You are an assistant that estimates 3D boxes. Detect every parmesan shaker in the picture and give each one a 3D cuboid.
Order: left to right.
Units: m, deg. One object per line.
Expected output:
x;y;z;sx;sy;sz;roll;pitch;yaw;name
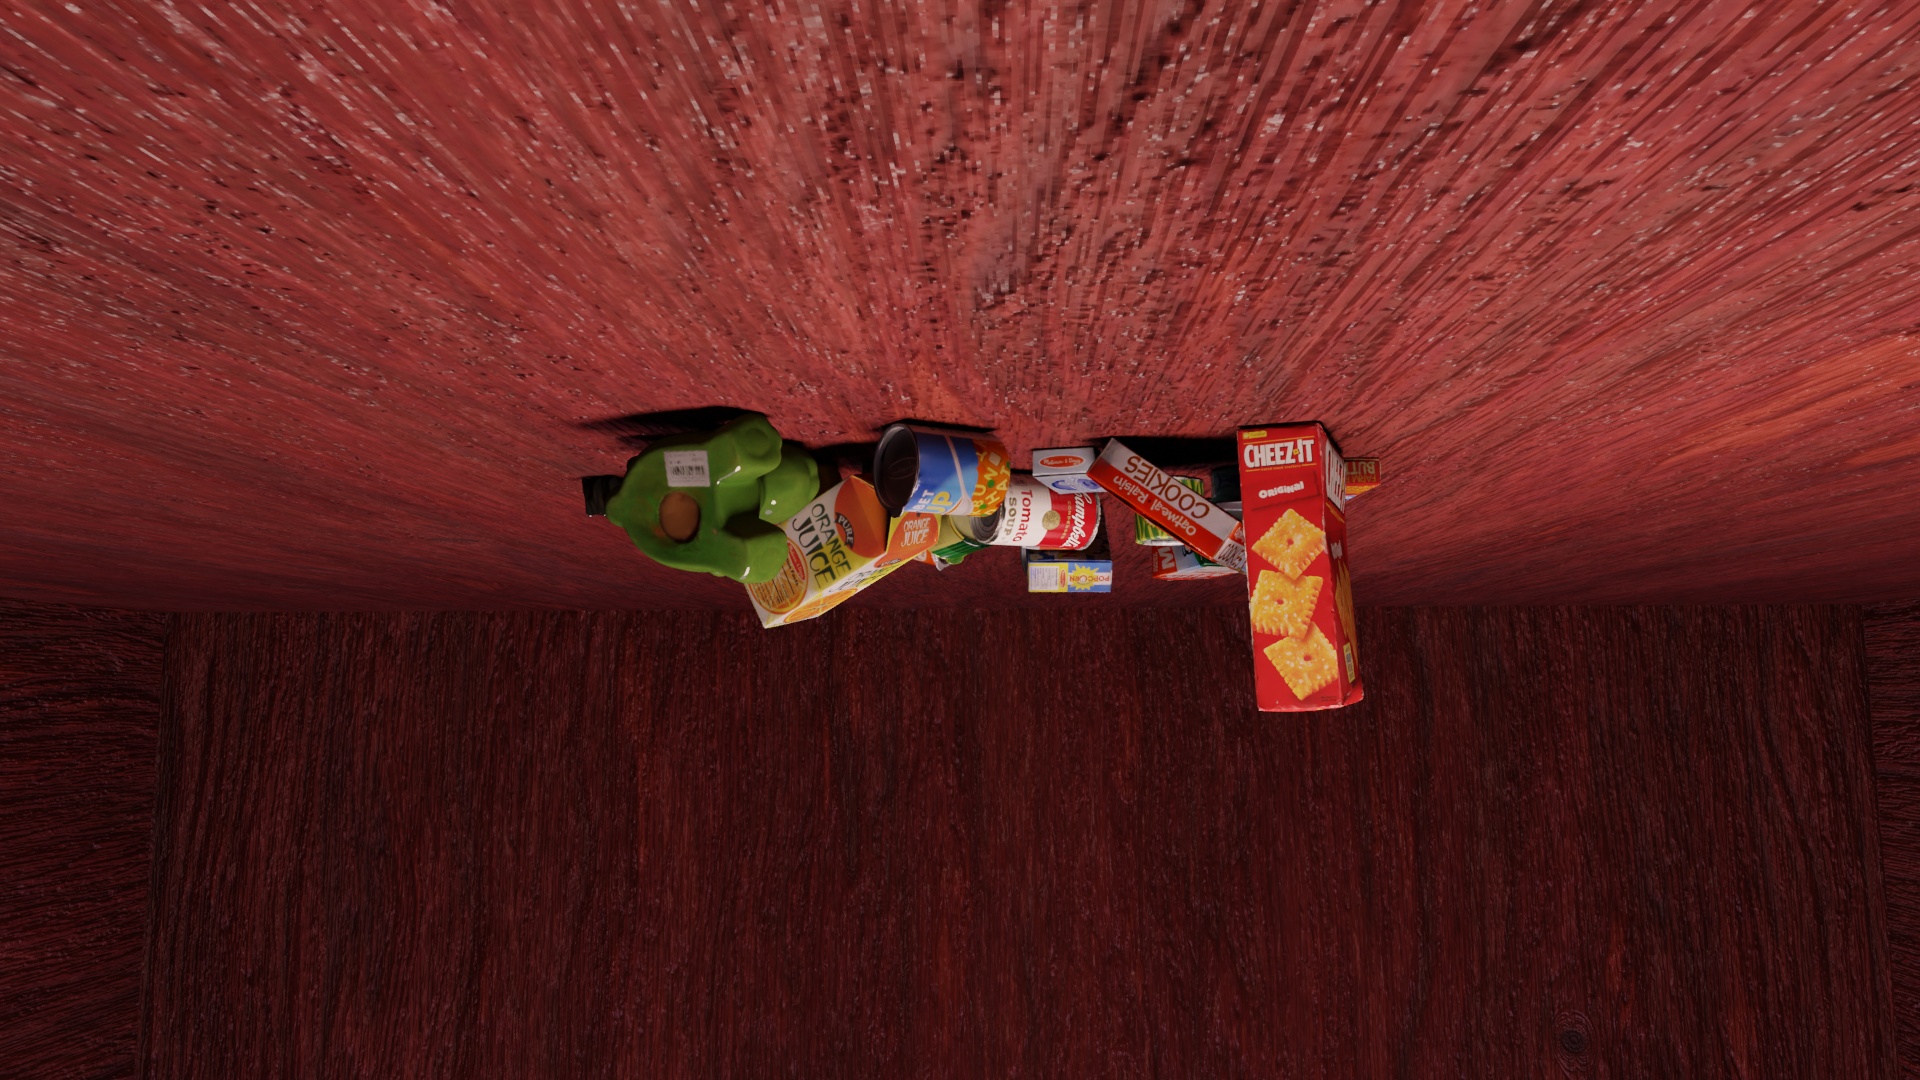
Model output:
0.005;-0.017;1.346;0.071;0.071;0.103;2;173;-18;parmesan shaker

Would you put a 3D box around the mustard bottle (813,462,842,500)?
-0.134;-0.037;1.259;0.065;0.049;0.160;-8;174;0;mustard bottle

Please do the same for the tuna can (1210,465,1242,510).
0.257;-0.047;1.255;0.071;0.033;0.071;0;173;0;tuna can

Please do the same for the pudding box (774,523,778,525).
-0.175;-0.026;1.362;0.084;0.049;0.030;5;170;-41;pudding box

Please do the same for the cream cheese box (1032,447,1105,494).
0.099;-0.059;1.184;0.053;0.024;0.104;-2;173;16;cream cheese box

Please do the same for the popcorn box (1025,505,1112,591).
0.110;0.008;1.439;0.085;0.038;0.127;-1;-152;1;popcorn box

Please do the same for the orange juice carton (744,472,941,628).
-0.092;-0.002;1.148;0.192;0.073;0.072;-31;168;32;orange juice carton

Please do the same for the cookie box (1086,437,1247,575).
0.182;-0.024;1.145;0.123;0.040;0.167;36;-173;20;cookie box

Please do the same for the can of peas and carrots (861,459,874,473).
-0.052;-0.039;1.205;0.071;0.059;0.071;-1;174;0;can of peas and carrots

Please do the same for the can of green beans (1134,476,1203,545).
0.198;-0.027;1.320;0.071;0.058;0.071;0;173;0;can of green beans

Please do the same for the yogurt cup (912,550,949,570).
-0.037;-0.007;1.477;0.054;0.072;0.072;6;176;24;yogurt cup

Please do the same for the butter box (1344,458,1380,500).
0.334;-0.054;1.238;0.053;0.024;0.103;-1;174;-1;butter box

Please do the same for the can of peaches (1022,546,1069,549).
0.094;-0.022;1.363;0.071;0.058;0.071;0;173;0;can of peaches

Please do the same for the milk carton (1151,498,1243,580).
0.262;0.002;1.526;0.073;0.072;0.190;1;172;-13;milk carton

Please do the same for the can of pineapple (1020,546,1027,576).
0.108;0.012;1.624;0.058;0.071;0.071;1;173;-17;can of pineapple

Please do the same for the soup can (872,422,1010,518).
-0.014;-0.050;1.049;0.084;0.071;0.071;4;172;-34;soup can
